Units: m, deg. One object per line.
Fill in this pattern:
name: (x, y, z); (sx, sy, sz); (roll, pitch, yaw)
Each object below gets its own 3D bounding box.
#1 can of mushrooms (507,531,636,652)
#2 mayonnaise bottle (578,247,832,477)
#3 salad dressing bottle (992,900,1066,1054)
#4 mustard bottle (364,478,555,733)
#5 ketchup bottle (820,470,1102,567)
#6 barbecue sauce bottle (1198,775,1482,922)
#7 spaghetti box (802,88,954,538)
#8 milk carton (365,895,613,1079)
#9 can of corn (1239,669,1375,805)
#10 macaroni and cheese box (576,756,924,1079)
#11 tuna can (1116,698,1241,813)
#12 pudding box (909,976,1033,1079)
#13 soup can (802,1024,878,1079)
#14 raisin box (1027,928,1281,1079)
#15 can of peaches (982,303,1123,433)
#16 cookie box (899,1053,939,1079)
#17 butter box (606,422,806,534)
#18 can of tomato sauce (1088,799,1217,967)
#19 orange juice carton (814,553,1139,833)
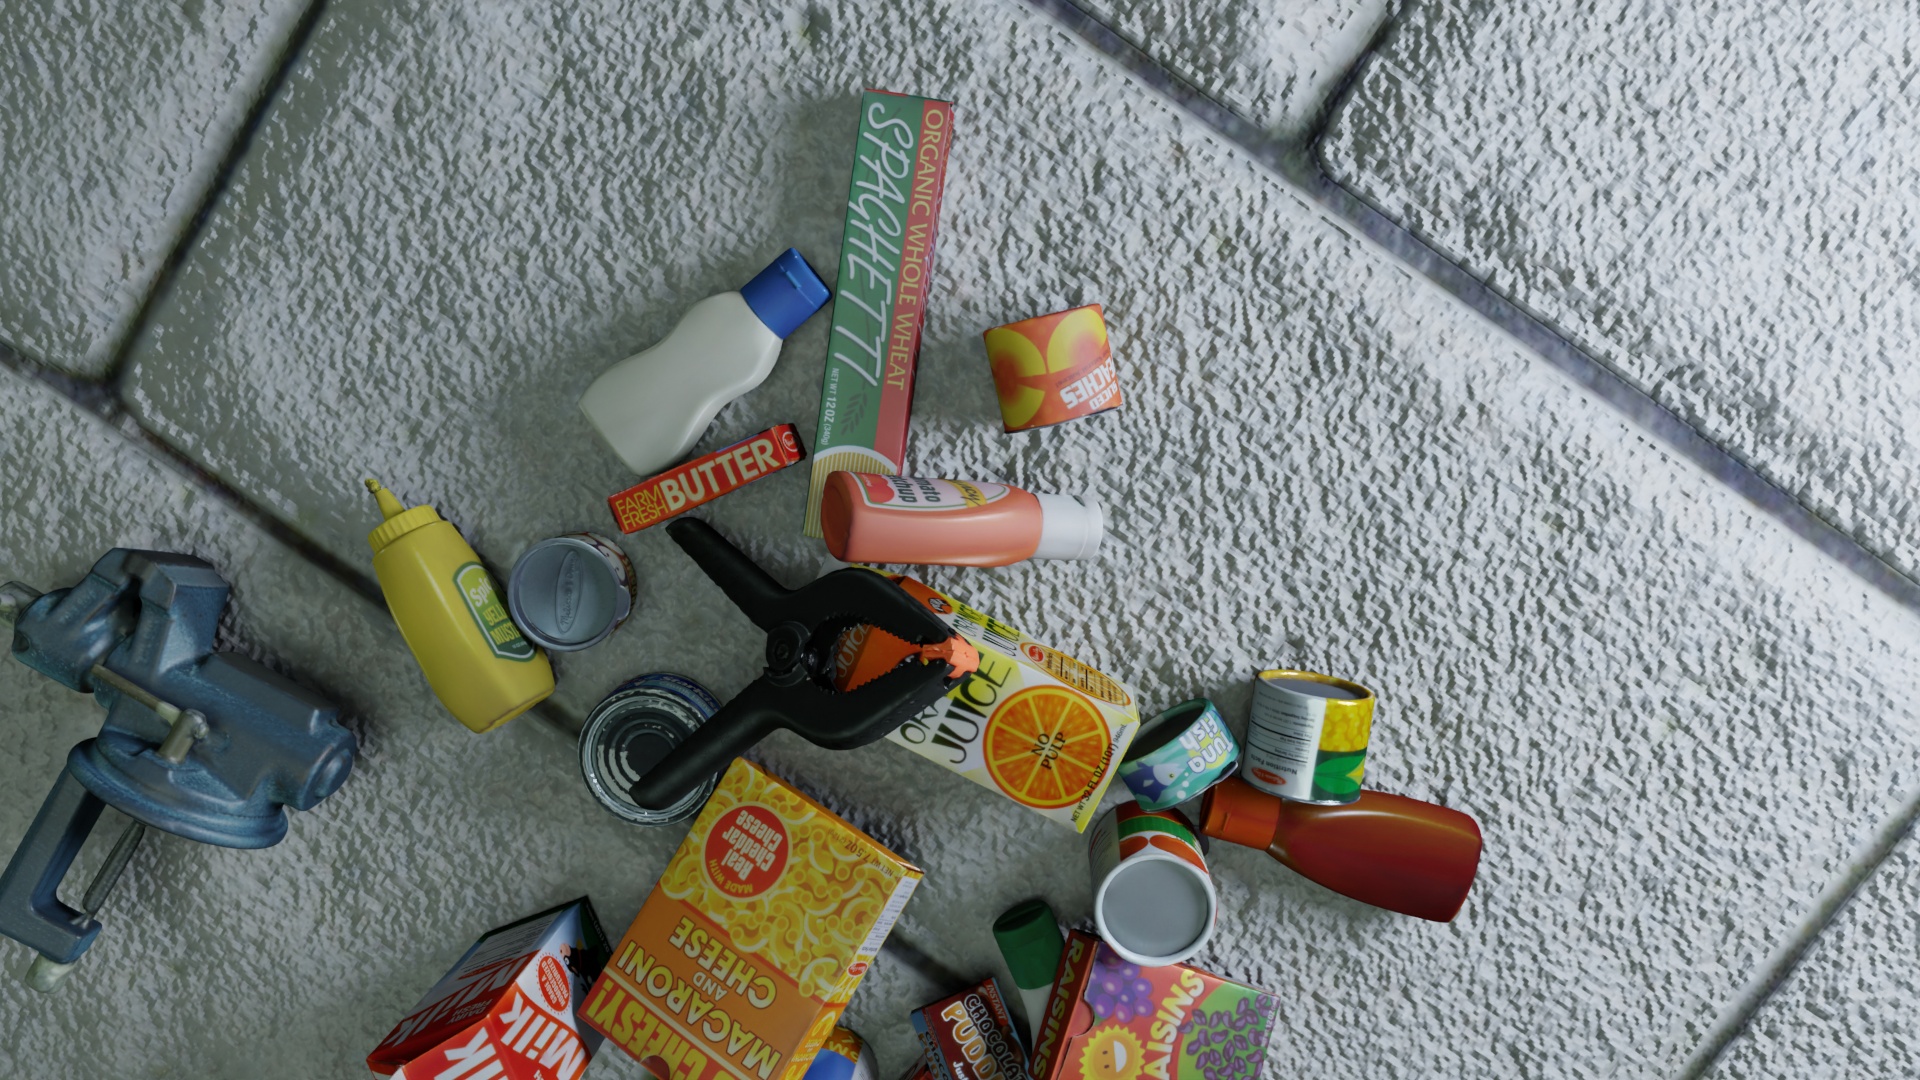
can of mushrooms: (-0.220, 0.029, 0.798); (0.071, 0.033, 0.071); (0, 97, 4)
mayonnaise bottle: (-0.138, -0.102, 0.772); (0.148, 0.041, 0.065); (-39, 90, 7)
salad dressing bottle: (0.063, 0.284, 0.809); (0.064, 0.044, 0.147); (-24, 95, -2)
mustard bottle: (-0.293, 0.031, 0.789); (0.049, 0.065, 0.160); (-32, 91, 12)
ketchup bottle: (0.003, -0.009, 0.749); (0.149, 0.065, 0.043); (3, 112, -21)
barbecue sauce bottle: (0.211, 0.167, 0.784); (0.148, 0.044, 0.064); (15, 108, 2)
spaghetti box: (-0.046, -0.121, 0.769); (0.050, 0.029, 0.249); (9, 98, 1)
milk carton: (-0.252, 0.273, 0.753); (0.073, 0.191, 0.072); (-21, 96, 7)
can of corn: (0.193, 0.107, 0.768); (0.071, 0.071, 0.058); (7, 98, 3)
macaroni and cheese box: (-0.117, 0.223, 0.771); (0.124, 0.040, 0.166); (28, 81, 22)
tuna can: (0.121, 0.118, 0.770); (0.071, 0.071, 0.033); (-33, 94, 7)
pudding box: (0.011, 0.301, 0.800); (0.050, 0.030, 0.084); (-14, 72, -28)
soup can: (-0.087, 0.330, 0.805); (0.071, 0.084, 0.071); (0, 98, 4)
raisin box: (0.109, 0.278, 0.780); (0.123, 0.040, 0.086); (22, 80, -15)
can of peaches: (0.051, -0.093, 0.746); (0.071, 0.071, 0.058); (-13, 96, 5)
cookie box: (-0.025, 0.407, 0.833); (0.123, 0.040, 0.167); (40, 99, -1)
butter box: (-0.140, -0.035, 0.774); (0.103, 0.053, 0.024); (-22, 94, 6)
can of tomato sauce: (0.107, 0.190, 0.774); (0.071, 0.083, 0.071); (0, 98, 3)
orange juice carton: (-0.003, 0.079, 0.771); (0.193, 0.073, 0.071); (26, 99, 0)
